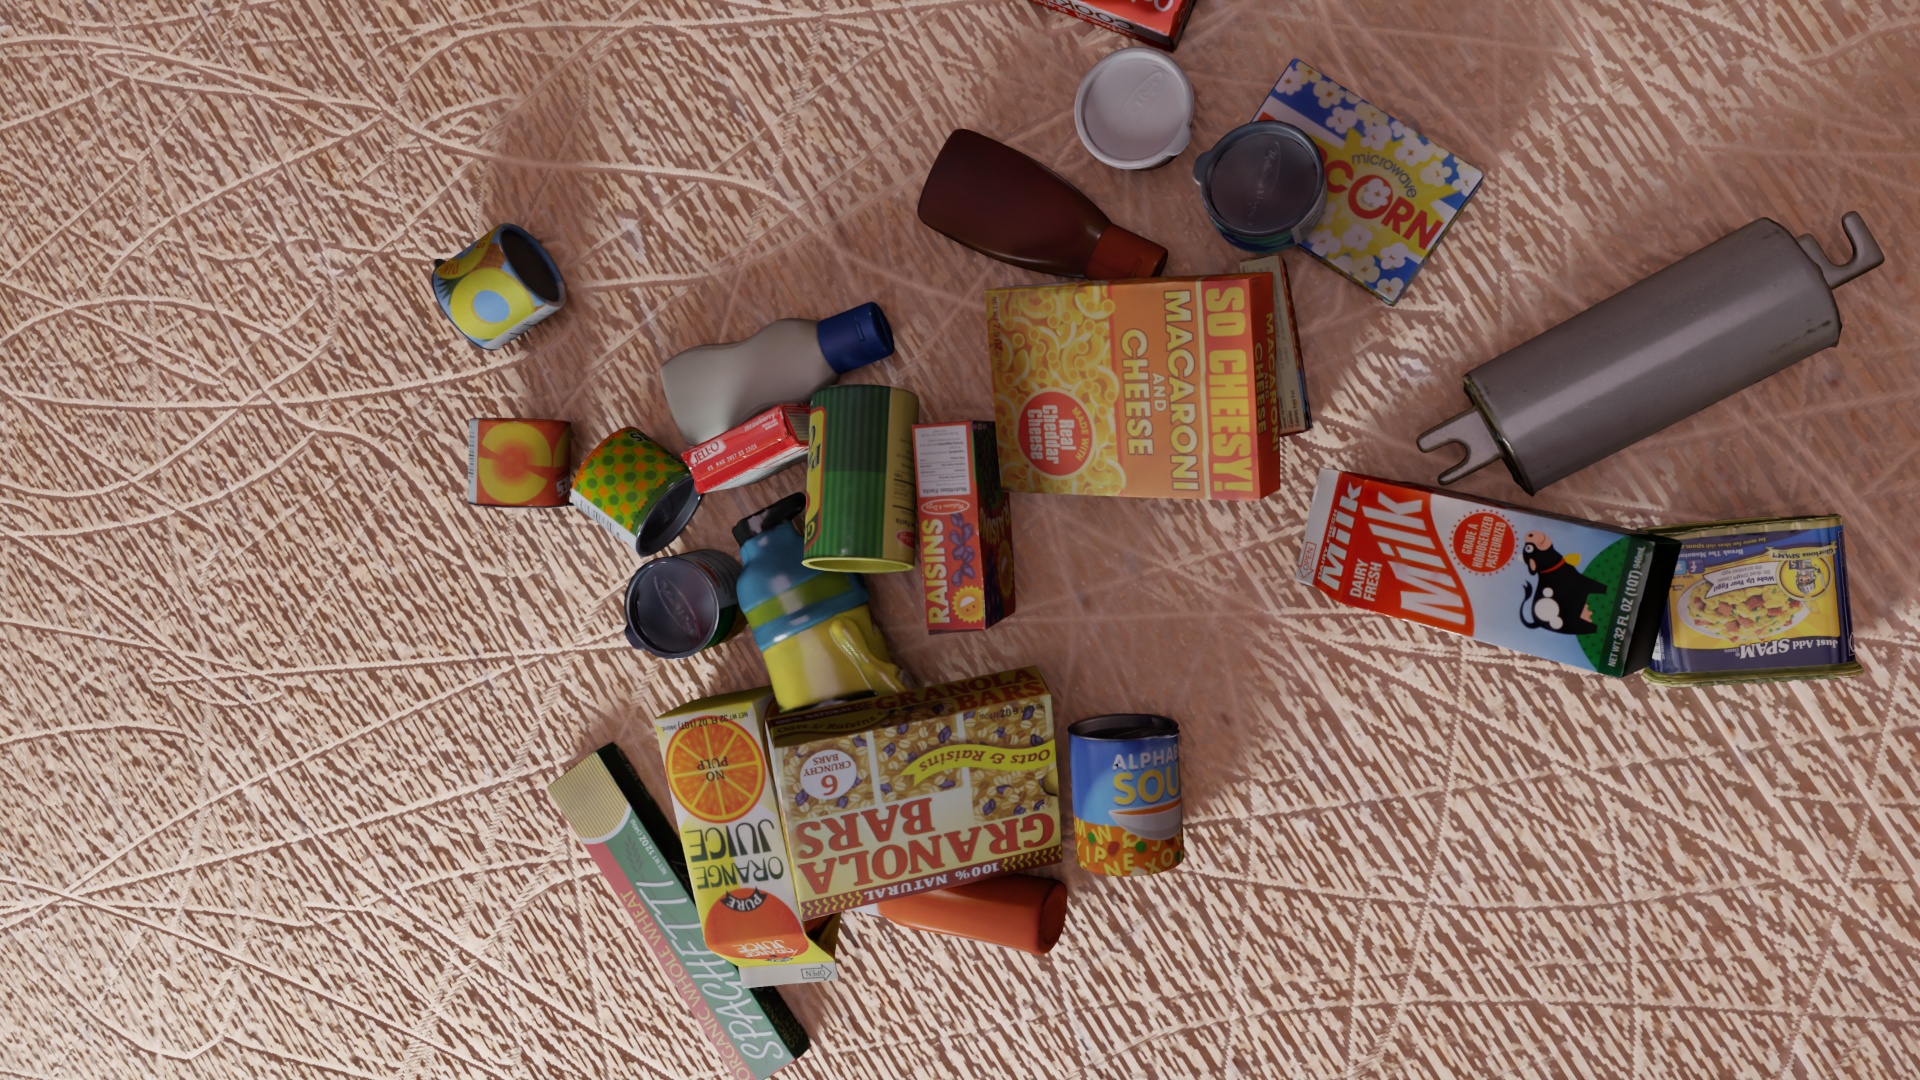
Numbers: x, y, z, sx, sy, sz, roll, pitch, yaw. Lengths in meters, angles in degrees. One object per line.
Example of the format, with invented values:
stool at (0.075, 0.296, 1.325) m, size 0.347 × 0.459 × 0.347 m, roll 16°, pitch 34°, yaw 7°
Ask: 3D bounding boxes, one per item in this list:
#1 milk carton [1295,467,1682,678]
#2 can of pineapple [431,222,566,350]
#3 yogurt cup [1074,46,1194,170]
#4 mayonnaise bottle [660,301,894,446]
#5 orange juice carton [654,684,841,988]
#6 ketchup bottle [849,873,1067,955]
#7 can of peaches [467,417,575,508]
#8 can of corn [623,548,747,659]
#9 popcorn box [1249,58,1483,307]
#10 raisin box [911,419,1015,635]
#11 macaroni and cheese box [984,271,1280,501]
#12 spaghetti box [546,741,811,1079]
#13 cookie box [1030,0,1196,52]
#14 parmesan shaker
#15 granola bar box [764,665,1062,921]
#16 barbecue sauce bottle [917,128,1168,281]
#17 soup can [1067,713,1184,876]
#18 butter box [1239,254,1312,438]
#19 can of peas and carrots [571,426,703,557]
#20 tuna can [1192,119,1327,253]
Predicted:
milk carton at (0.277, 0.012, 0.757) m, size 0.191 × 0.073 × 0.072 m, roll 17°, pitch 100°, yaw 36°
can of pineapple at (-0.306, -0.170, 0.921) m, size 0.058 × 0.071 × 0.071 m, roll -29°, pitch 87°, yaw 15°
yogurt cup at (0.104, -0.247, 0.809) m, size 0.072 × 0.054 × 0.072 m, roll 1°, pitch 95°, yaw 15°
mayonnaise bottle at (-0.116, -0.110, 0.889) m, size 0.148 × 0.041 × 0.064 m, roll -18°, pitch 91°, yaw 15°
orange juice carton at (-0.131, 0.195, 0.899) m, size 0.072 × 0.073 × 0.192 m, roll -12°, pitch 92°, yaw 16°
ketchup bottle at (-0.011, 0.225, 0.876) m, size 0.149 × 0.065 × 0.043 m, roll 5°, pitch 91°, yaw 20°
can of peaches at (-0.292, -0.052, 0.929) m, size 0.071 × 0.071 × 0.058 m, roll 3°, pitch 95°, yaw 15°
can of corn at (-0.178, 0.042, 0.908) m, size 0.071 × 0.058 × 0.071 m, roll 1°, pitch 95°, yaw 15°
popcorn box at (0.218, -0.203, 0.790) m, size 0.127 × 0.038 × 0.085 m, roll 36°, pitch 102°, yaw 10°
raisin box at (0.003, -0.011, 0.840) m, size 0.040 × 0.086 × 0.123 m, roll -3°, pitch 94°, yaw 14°
macaroni and cheese box at (0.098, -0.088, 0.798) m, size 0.166 × 0.040 × 0.123 m, roll 4°, pitch 105°, yaw 34°
spaghetti box at (-0.191, 0.254, 0.944) m, size 0.050 × 0.029 × 0.250 m, roll -36°, pitch 84°, yaw 16°
cookie box at (0.101, -0.387, 0.807) m, size 0.123 × 0.040 × 0.167 m, roll 25°, pitch 100°, yaw 12°
parmesan shaker at (-0.058, -0.035, 0.826) m, size 0.071 × 0.071 × 0.103 m, roll -1°, pitch 81°, yaw 16°
granola bar box at (-0.024, 0.151, 0.829) m, size 0.166 × 0.039 × 0.123 m, roll -10°, pitch 115°, yaw -10°
barbecue sauce bottle at (0.051, -0.190, 0.835) m, size 0.149 × 0.044 × 0.064 m, roll 28°, pitch 102°, yaw 11°
soup can at (0.102, 0.152, 0.834) m, size 0.071 × 0.071 × 0.083 m, roll -3°, pitch 94°, yaw 16°
butter box at (0.182, -0.111, 0.800) m, size 0.024 × 0.053 × 0.103 m, roll -9°, pitch 92°, yaw 18°
can of peas and carrots at (-0.209, -0.034, 0.907) m, size 0.059 × 0.071 × 0.071 m, roll 35°, pitch 103°, yaw 10°
tuna can at (0.164, -0.193, 0.762) m, size 0.071 × 0.033 × 0.071 m, roll -3°, pitch 82°, yaw 18°
